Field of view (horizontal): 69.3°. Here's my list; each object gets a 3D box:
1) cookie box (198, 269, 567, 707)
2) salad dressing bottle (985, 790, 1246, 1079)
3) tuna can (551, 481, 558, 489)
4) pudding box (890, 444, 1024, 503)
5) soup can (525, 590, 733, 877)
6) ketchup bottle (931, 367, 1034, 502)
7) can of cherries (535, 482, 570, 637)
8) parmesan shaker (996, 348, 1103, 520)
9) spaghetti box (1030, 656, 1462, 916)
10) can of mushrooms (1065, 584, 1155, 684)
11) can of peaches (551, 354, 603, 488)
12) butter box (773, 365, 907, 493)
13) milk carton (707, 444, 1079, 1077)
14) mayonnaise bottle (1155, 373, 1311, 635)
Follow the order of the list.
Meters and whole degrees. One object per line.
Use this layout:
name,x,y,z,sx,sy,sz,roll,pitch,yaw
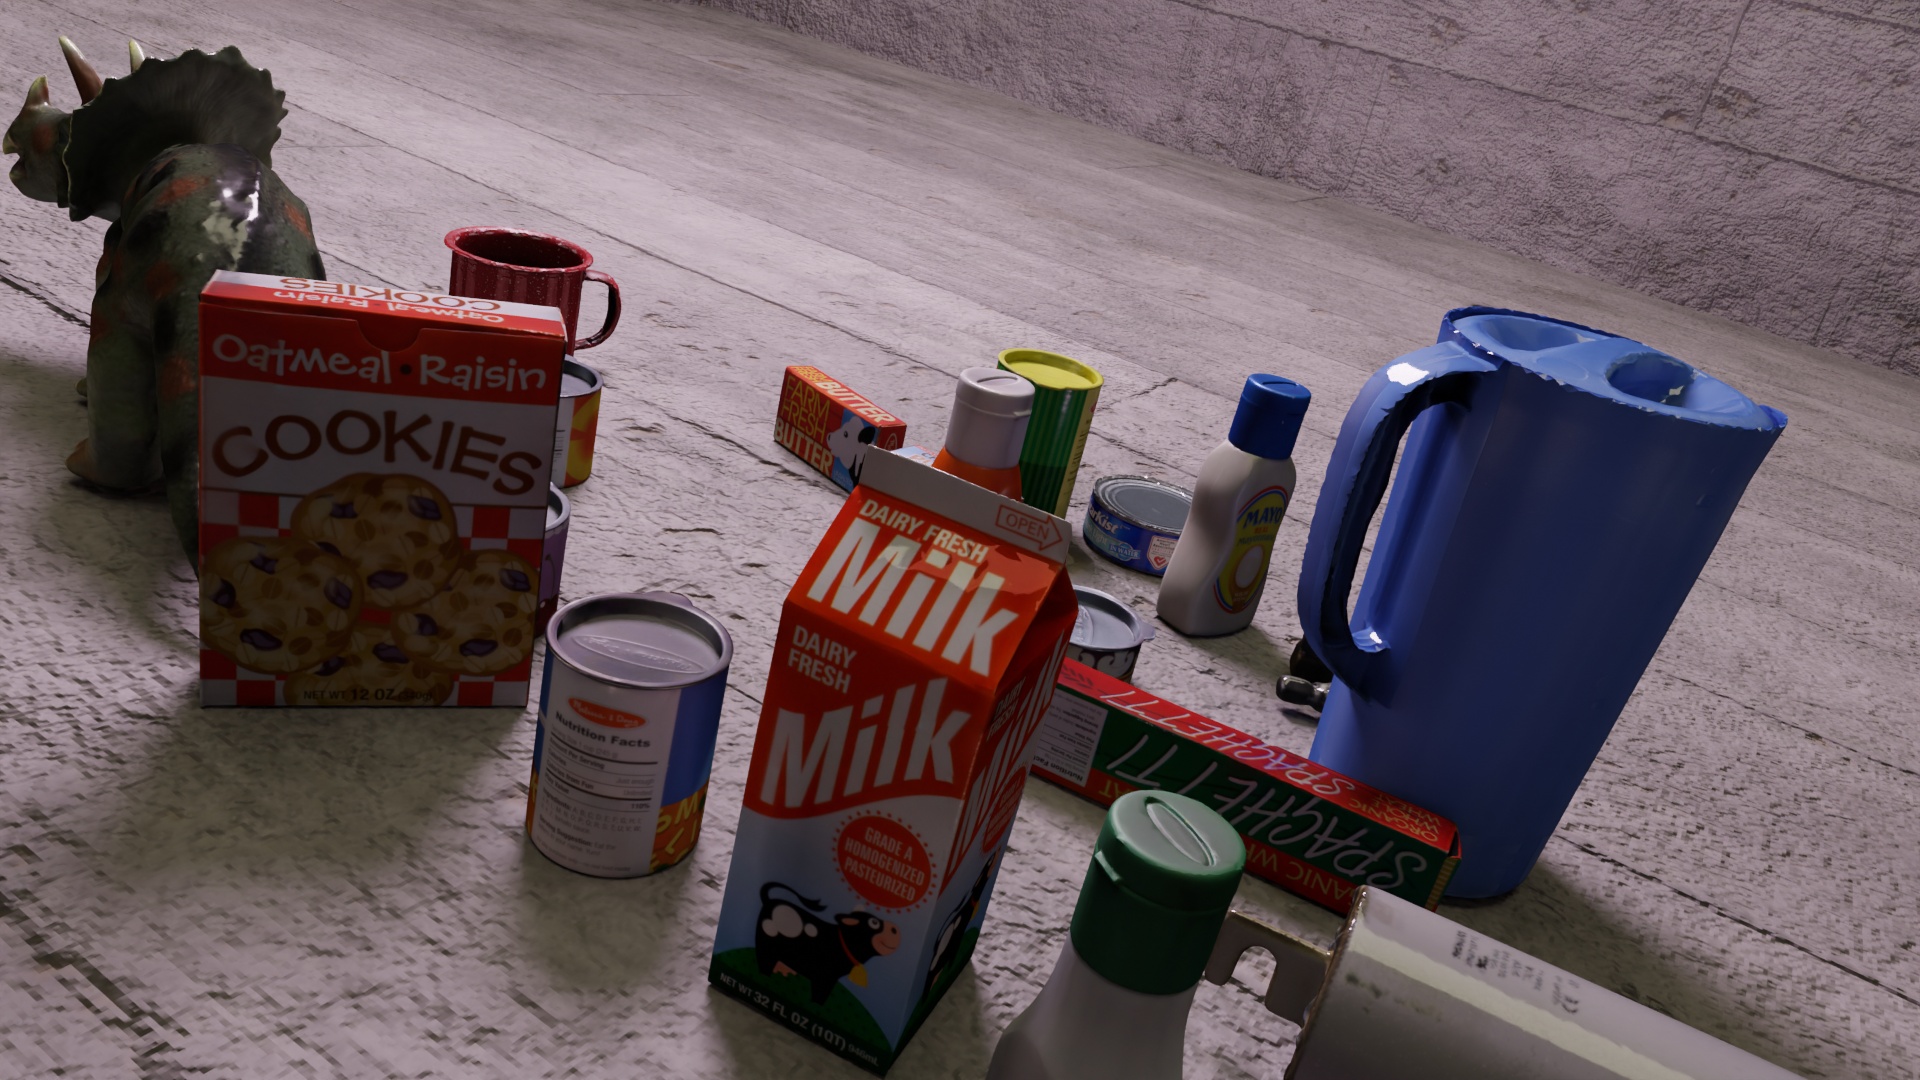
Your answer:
cookie box,-0.225,-0.014,0.541,0.123,0.166,0.040,3,26,-23
salad dressing bottle,0.038,0.138,0.375,0.044,0.147,0.064,1,27,-28
tuna can,-0.234,-0.011,0.694,0.071,0.032,0.071,12,24,-5
pudding box,-0.007,-0.018,0.810,0.084,0.049,0.030,29,28,30
soup can,-0.122,0.070,0.515,0.071,0.083,0.071,12,24,-5
ketchup bottle,0.002,-0.008,0.674,0.043,0.148,0.065,31,29,34
can of cherries,-0.213,0.007,0.635,0.071,0.058,0.072,12,24,-5
parmesan shaker,0.044,-0.059,0.862,0.071,0.102,0.071,12,24,-5
spaghetti box,0.088,0.098,0.607,0.250,0.050,0.029,22,25,18
can of mushrooms,0.062,0.053,0.713,0.071,0.033,0.071,12,24,-5
can of peaches,-0.239,-0.069,0.788,0.071,0.057,0.071,12,24,-5
butter box,-0.078,-0.069,0.881,0.024,0.053,0.104,-9,33,-42
milk carton,-0.019,0.067,0.447,0.072,0.189,0.074,22,25,17
mayonnaise bottle,0.157,-0.019,0.780,0.065,0.147,0.041,-6,30,-38
